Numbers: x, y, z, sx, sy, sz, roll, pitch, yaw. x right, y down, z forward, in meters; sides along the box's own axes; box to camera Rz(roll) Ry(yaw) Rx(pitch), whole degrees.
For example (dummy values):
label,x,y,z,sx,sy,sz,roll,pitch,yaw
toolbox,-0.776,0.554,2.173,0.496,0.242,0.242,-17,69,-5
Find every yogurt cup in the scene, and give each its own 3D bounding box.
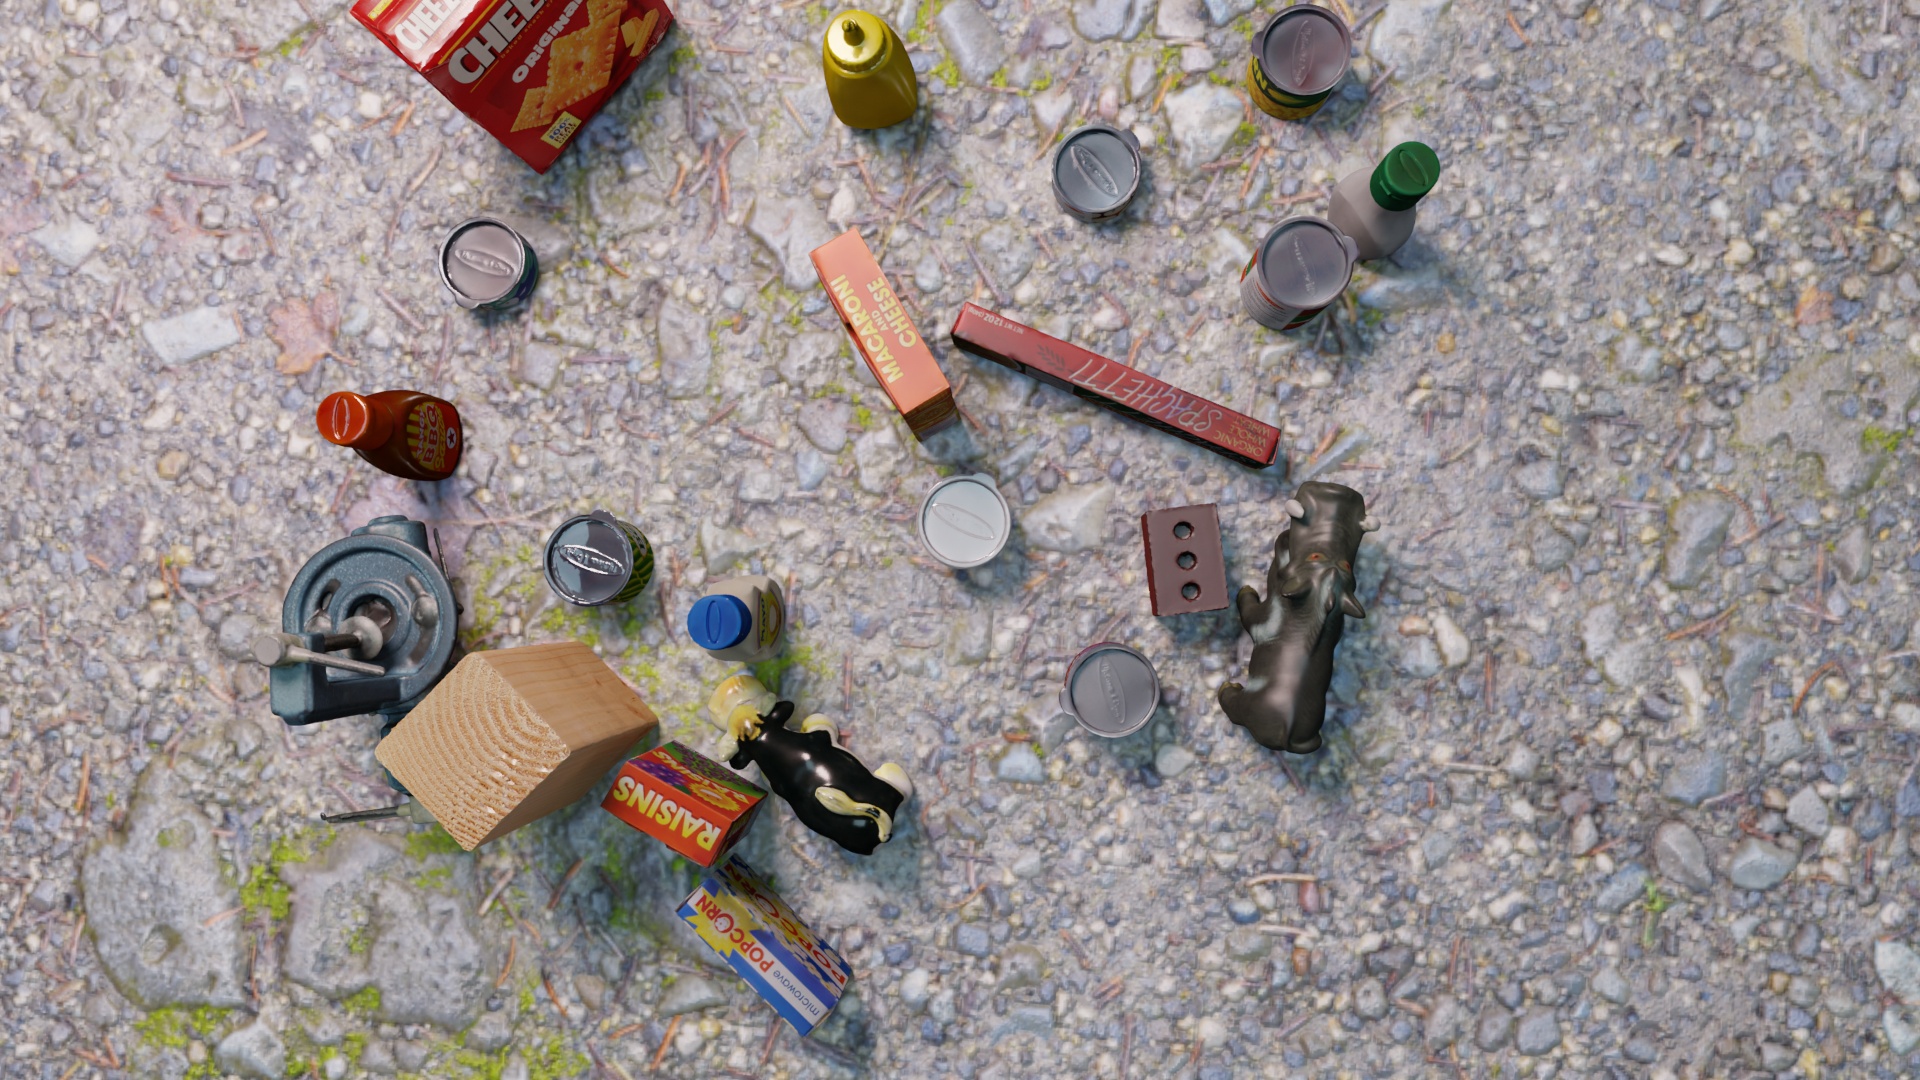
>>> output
label,x,y,z,sx,sy,sz,roll,pitch,yaw
yogurt cup,0.004,-0.013,1.014,0.072,0.054,0.072,0,88,3

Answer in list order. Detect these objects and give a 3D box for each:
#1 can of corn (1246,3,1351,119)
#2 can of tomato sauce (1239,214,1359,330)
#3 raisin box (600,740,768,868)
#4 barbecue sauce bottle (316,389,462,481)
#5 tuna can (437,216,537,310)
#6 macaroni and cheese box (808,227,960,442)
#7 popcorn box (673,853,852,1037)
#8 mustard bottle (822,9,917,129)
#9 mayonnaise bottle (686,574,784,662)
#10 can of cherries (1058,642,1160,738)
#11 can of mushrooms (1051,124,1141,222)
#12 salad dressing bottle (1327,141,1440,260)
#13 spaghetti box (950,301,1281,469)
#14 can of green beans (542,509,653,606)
label,x,y,z,sx,sy,sz,roll,pitch,yaw
can of corn,0.244,-0.349,1.016,0.071,0.058,0.071,0,88,3
can of tomato sauce,0.241,-0.191,0.997,0.071,0.083,0.071,0,88,3
raisin box,-0.192,0.183,0.978,0.086,0.123,0.040,29,90,3
barbecue sauce bottle,-0.404,-0.078,0.987,0.044,0.148,0.065,2,88,3
tuna can,-0.357,-0.206,1.048,0.071,0.033,0.071,0,88,2
macaroni and cheese box,-0.049,-0.137,0.965,0.040,0.166,0.123,-31,87,1
popcorn box,-0.138,0.287,0.991,0.127,0.085,0.038,43,90,3
mustard bottle,-0.067,-0.336,0.978,0.065,0.160,0.049,-9,88,2
mayonnaise bottle,-0.156,0.056,0.970,0.041,0.148,0.064,0,88,3
can of cherries,0.106,0.106,1.002,0.071,0.058,0.071,0,88,3
can of mushrooms,0.102,-0.273,1.031,0.071,0.033,0.071,0,88,2
salad dressing bottle,0.294,-0.236,0.964,0.044,0.147,0.064,-34,87,1
spaghetti box,0.113,-0.112,1.015,0.250,0.050,0.028,23,89,3
can of green beans,-0.265,0.015,1.022,0.071,0.058,0.071,0,88,3
